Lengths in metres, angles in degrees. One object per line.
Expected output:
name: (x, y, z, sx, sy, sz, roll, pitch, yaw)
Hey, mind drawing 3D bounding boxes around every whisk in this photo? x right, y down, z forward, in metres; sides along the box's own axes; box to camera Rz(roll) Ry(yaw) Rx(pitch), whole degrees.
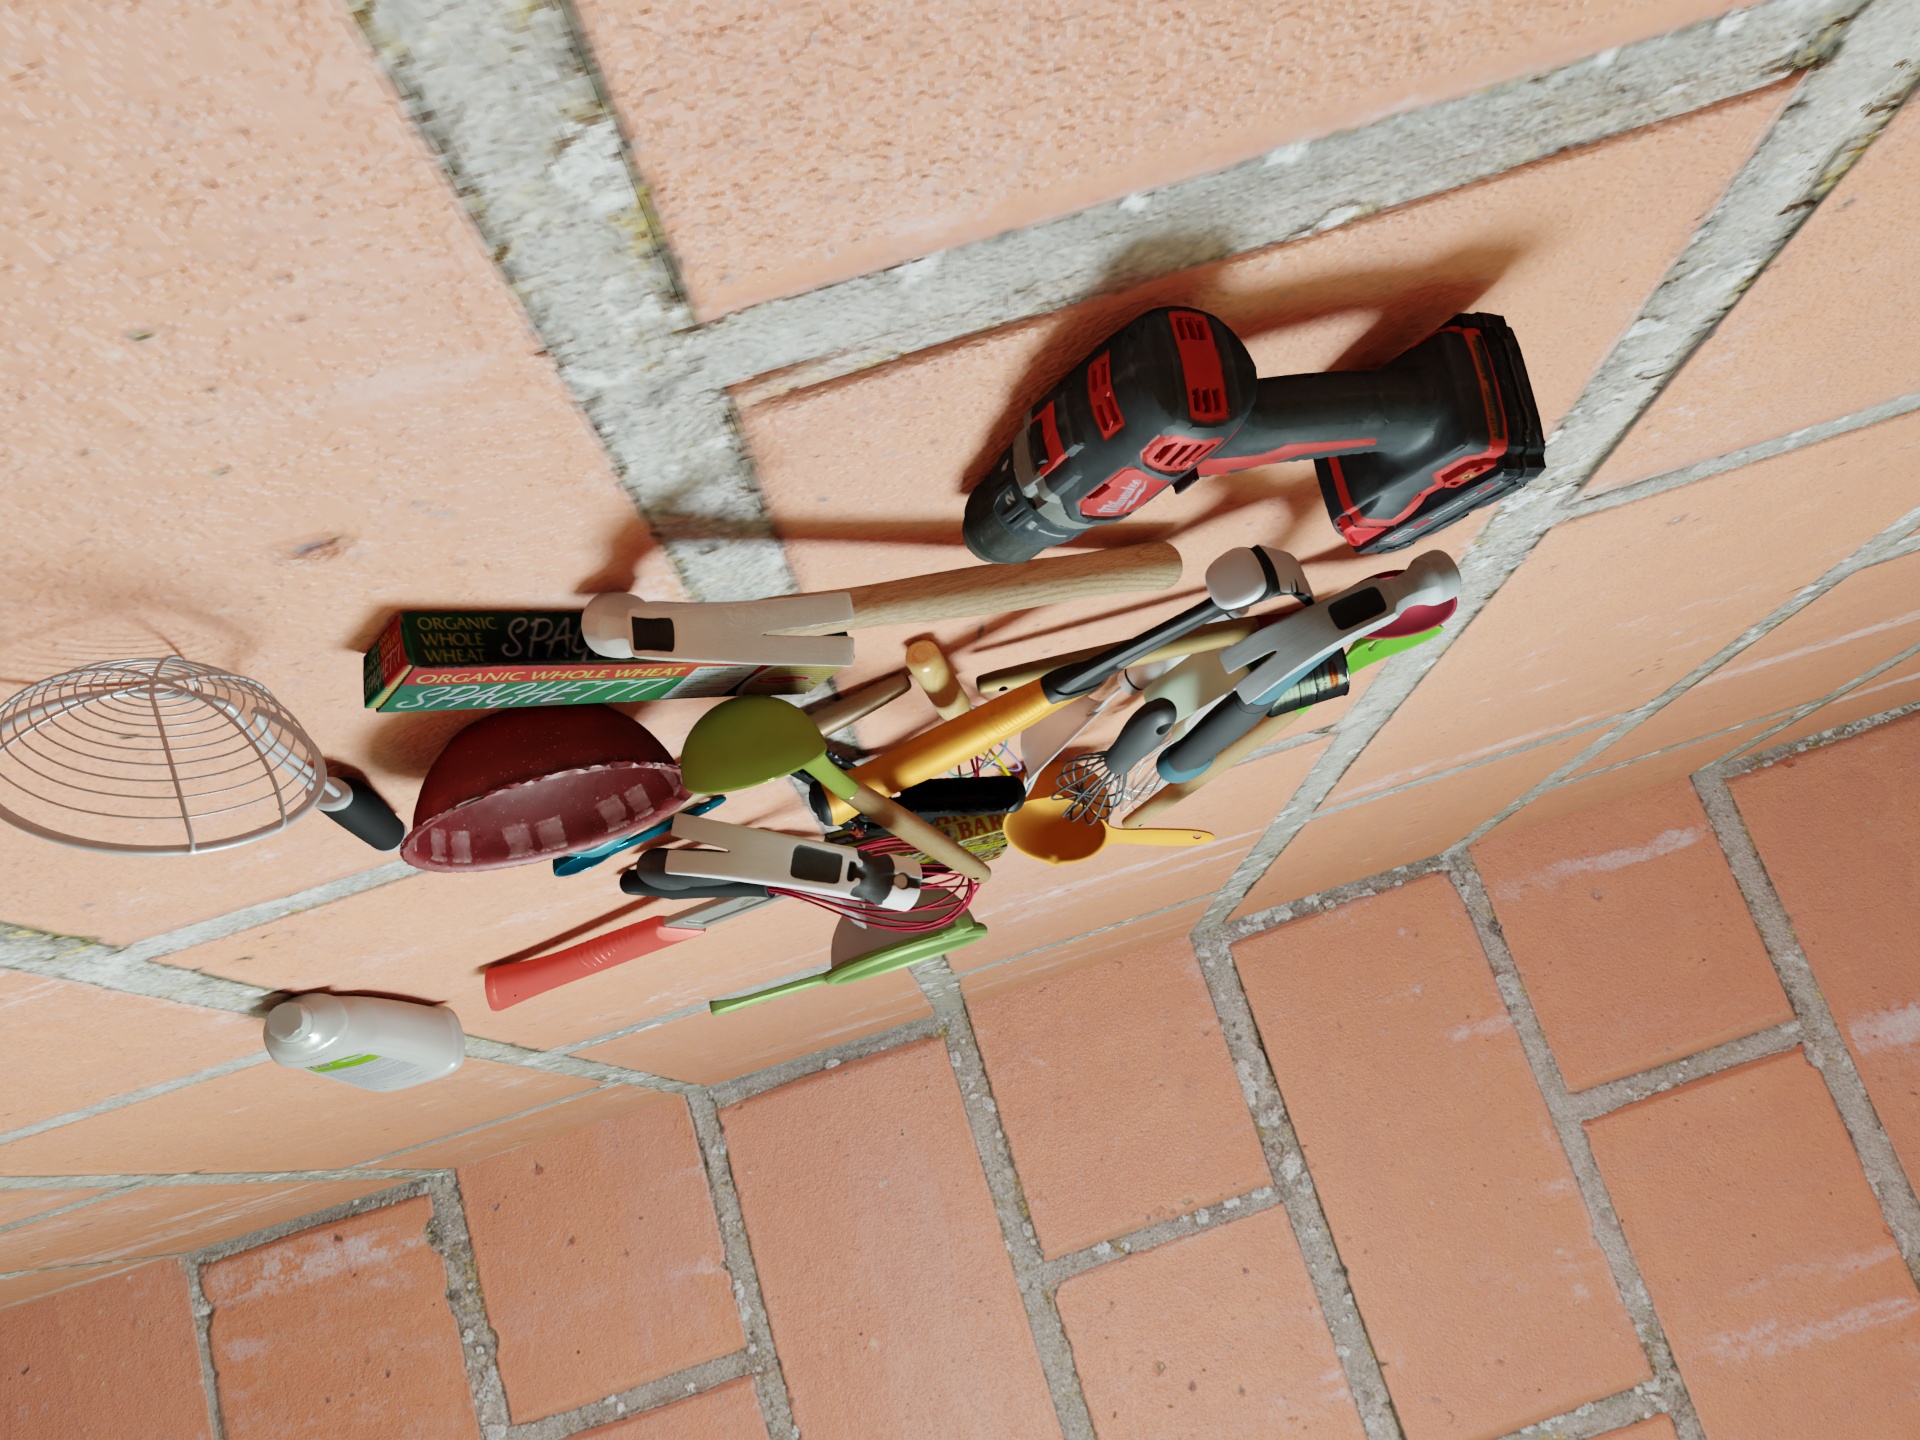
whisk: (-0.124, 0.122, 1.197, 0.296, 0.073, 0.073, -2, 169, 18)
whisk: (0.180, 0.016, 1.304, 0.058, 0.059, 0.246, 29, 150, -2)
whisk: (0.112, 0.028, 1.155, 0.055, 0.055, 0.239, -14, 165, -15)
whisk: (-0.003, -0.004, 1.043, 0.051, 0.047, 0.244, -18, 160, 6)

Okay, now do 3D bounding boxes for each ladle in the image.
ladle: (0.163, -0.053, 1.010, 0.315, 0.031, 0.069, -12, 148, -8)
ladle: (-0.055, 0.060, 0.937, 0.078, 0.062, 0.319, -8, 156, 25)

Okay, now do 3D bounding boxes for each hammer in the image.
hammer: (0.049, -0.014, 0.949, 0.337, 0.034, 0.127, -27, 169, 26)
hammer: (-0.009, -0.062, 0.786, 0.331, 0.031, 0.130, -12, -166, -40)
hammer: (-0.159, 0.096, 1.052, 0.146, 0.035, 0.335, 13, 169, -24)
hammer: (0.191, -0.016, 1.018, 0.128, 0.033, 0.331, -23, 168, -16)
hammer: (-0.261, 0.187, 1.360, 0.359, 0.037, 0.149, -22, 143, 24)

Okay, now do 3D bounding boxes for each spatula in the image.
spatula: (-0.176, 0.034, 1.013, 0.317, 0.044, 0.082, -26, 163, 11)

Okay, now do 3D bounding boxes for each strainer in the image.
strainer: (0.111, -0.025, 1.093, 0.258, 0.050, 0.087, -38, -177, 38)
strainer: (-0.106, 0.197, 1.414, 0.256, 0.069, 0.151, -17, 168, 1)

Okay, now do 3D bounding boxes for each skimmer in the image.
skimmer: (-0.331, 0.049, 0.759, 0.127, 0.090, 0.363, 16, 164, -1)

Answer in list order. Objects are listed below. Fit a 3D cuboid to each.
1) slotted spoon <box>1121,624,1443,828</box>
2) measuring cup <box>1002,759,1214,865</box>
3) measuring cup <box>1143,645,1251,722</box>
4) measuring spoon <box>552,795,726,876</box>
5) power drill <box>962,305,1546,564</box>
slotted spoon: (0.248, 0.003, 1.276, 0.313, 0.031, 0.070, -39, 156, 28)
measuring cup: (0.123, 0.075, 1.319, 0.173, 0.052, 0.095, 3, 138, 5)
measuring cup: (0.147, -0.015, 1.164, 0.083, 0.038, 0.167, -29, 178, -28)
measuring spoon: (-0.226, 0.073, 1.111, 0.128, 0.021, 0.042, -24, 167, -13)
power drill: (0.123, -0.118, 0.719, 0.226, 0.080, 0.188, -5, 168, -27)
